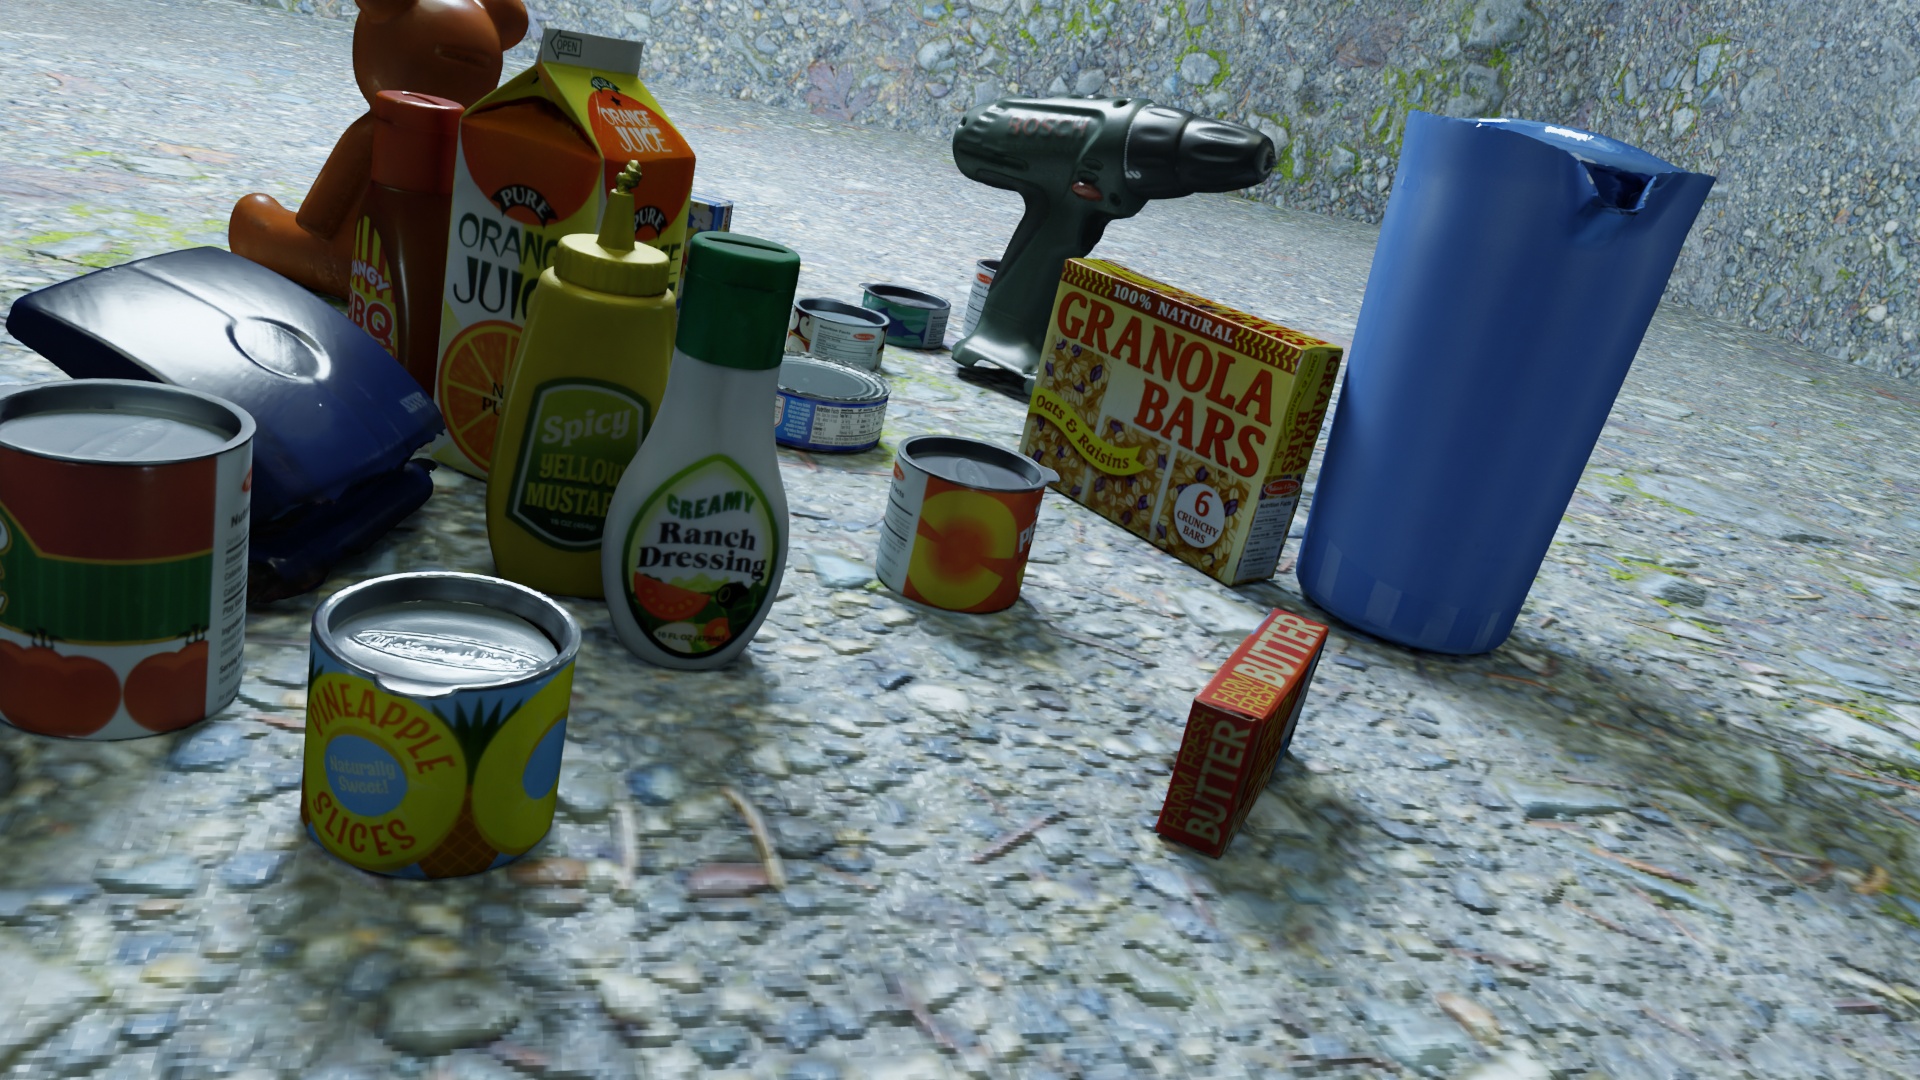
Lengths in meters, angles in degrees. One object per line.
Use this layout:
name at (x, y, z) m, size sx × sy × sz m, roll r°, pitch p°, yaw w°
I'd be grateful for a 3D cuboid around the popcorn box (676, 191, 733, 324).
popcorn box at (-0.223, -0.200, 0.936) m, size 0.127 × 0.085 × 0.038 m, roll 15°, pitch 20°, yaw 5°

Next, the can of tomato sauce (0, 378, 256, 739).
can of tomato sauce at (-0.238, 0.004, 0.389) m, size 0.071 × 0.082 × 0.071 m, roll 12°, pitch 20°, yaw -4°

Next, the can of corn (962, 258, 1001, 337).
can of corn at (0.041, -0.185, 1.095) m, size 0.071 × 0.058 × 0.071 m, roll 12°, pitch 20°, yaw -4°

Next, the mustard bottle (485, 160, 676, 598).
mustard bottle at (-0.134, -0.058, 0.506) m, size 0.065 × 0.159 × 0.049 m, roll 7°, pitch 21°, yaw -17°

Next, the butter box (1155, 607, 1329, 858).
butter box at (0.099, 0.063, 0.481) m, size 0.024 × 0.053 × 0.104 m, roll 21°, pitch 21°, yaw 21°

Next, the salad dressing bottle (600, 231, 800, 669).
salad dressing bottle at (-0.086, -0.030, 0.478) m, size 0.064 × 0.147 × 0.044 m, roll 6°, pitch 21°, yaw -20°

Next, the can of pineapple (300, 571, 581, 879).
can of pineapple at (-0.139, 0.048, 0.369) m, size 0.071 × 0.057 × 0.071 m, roll 12°, pitch 20°, yaw -4°

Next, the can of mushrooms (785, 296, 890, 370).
can of mushrooms at (-0.083, -0.140, 0.935) m, size 0.071 × 0.033 × 0.071 m, roll 11°, pitch 20°, yaw -4°

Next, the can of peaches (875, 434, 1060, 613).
can of peaches at (0.002, -0.008, 0.602) m, size 0.071 × 0.057 × 0.071 m, roll 12°, pitch 20°, yaw -4°

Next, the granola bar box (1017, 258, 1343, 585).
granola bar box at (0.109, -0.067, 0.728) m, size 0.039 × 0.123 × 0.166 m, roll -5°, pitch 27°, yaw -41°

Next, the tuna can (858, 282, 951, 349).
tuna can at (-0.045, -0.167, 1.033) m, size 0.071 × 0.032 × 0.071 m, roll 11°, pitch 20°, yaw -4°

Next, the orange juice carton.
orange juice carton at (-0.169, -0.120, 0.600) m, size 0.073 × 0.191 × 0.072 m, roll 19°, pitch 21°, yaw 16°

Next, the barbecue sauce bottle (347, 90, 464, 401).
barbecue sauce bottle at (-0.248, -0.123, 0.625) m, size 0.065 × 0.148 × 0.044 m, roll 28°, pitch 25°, yaw 36°
